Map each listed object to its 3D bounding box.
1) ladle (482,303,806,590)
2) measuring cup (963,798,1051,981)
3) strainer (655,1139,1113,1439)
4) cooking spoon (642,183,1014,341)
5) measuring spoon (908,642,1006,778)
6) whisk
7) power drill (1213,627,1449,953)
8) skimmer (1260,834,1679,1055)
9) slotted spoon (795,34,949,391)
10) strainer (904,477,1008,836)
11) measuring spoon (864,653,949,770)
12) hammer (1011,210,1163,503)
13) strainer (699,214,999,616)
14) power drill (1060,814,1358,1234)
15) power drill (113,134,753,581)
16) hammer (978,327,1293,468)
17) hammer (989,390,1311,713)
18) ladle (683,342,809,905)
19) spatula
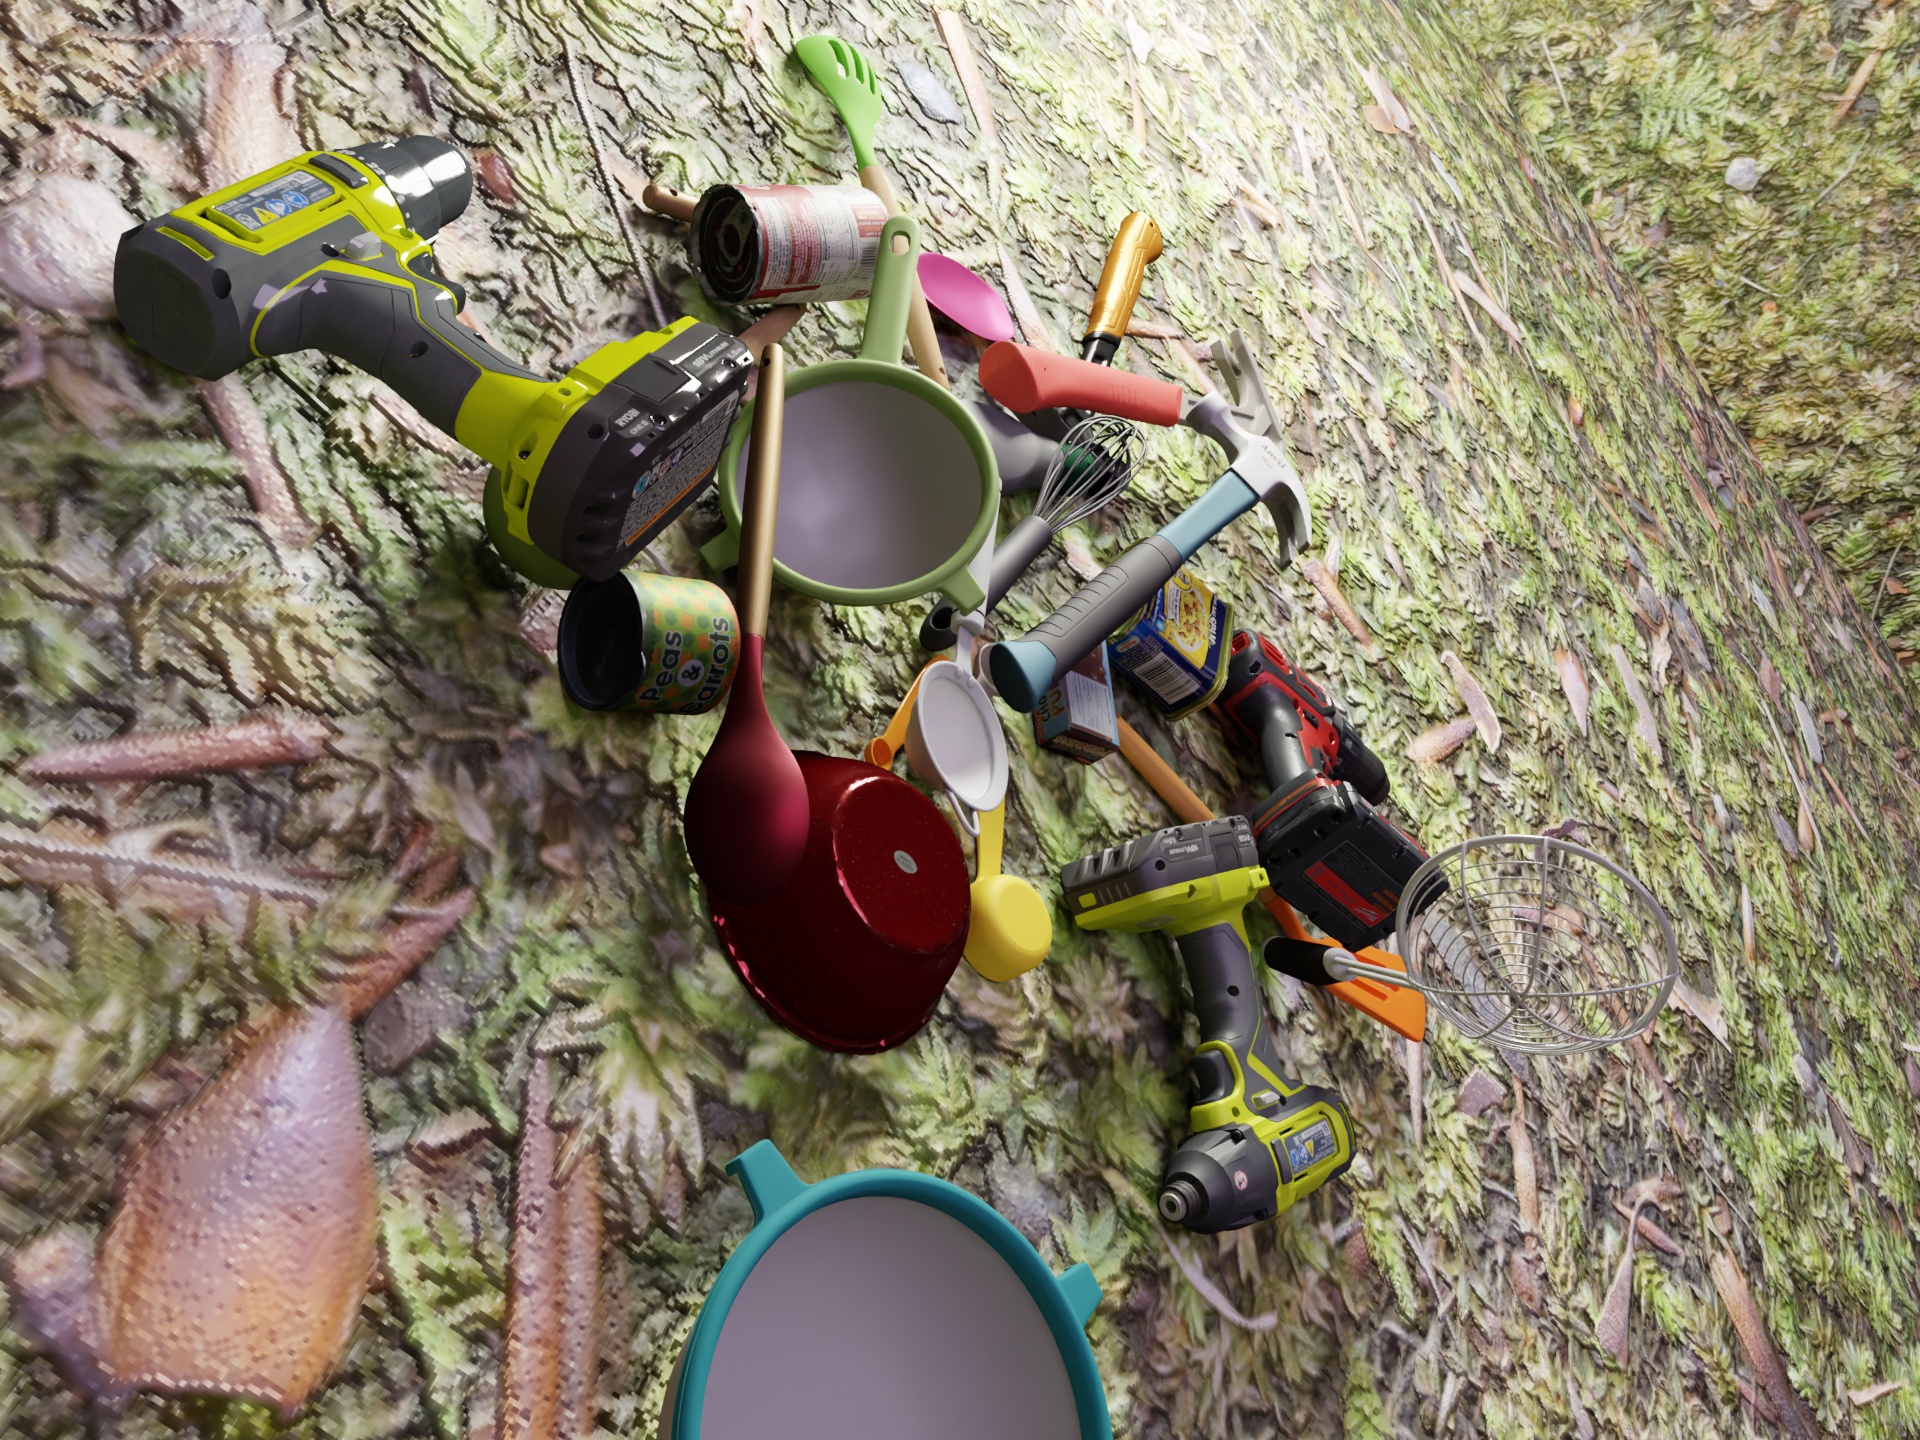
[{"bbox_3d":[-0.150,-0.165,0.847,0.078,0.062,0.320,43,34,-11],"label":"ladle"},{"bbox_3d":[0.026,0.069,0.894,0.062,0.029,0.157,26,52,-37],"label":"measuring cup"},{"bbox_3d":[-0.050,0.344,0.587,0.210,0.095,0.341,30,49,-29],"label":"strainer"},{"bbox_3d":[-0.073,-0.295,1.025,0.318,0.017,0.069,3,61,-48],"label":"cooking spoon"},{"bbox_3d":[-0.001,-0.003,0.928,0.034,0.018,0.124,49,46,-10],"label":"measuring spoon"},{"bbox_3d":[0.045,-0.120,0.992,0.055,0.055,0.239,50,56,-13],"label":"whisk"},{"bbox_3d":[0.255,0.051,1.096,0.187,0.080,0.227,38,24,-27],"label":"power drill"},{"bbox_3d":[0.254,0.120,0.887,0.127,0.363,0.090,44,82,-2],"label":"skimmer"},{"bbox_3d":[-0.051,-0.341,1.049,0.070,0.031,0.314,9,57,-46],"label":"slotted spoon"},{"bbox_3d":[0.002,-0.047,0.902,0.086,0.050,0.259,39,48,-43],"label":"strainer"},{"bbox_3d":[-0.030,-0.006,0.899,0.021,0.011,0.117,63,32,-21],"label":"measuring spoon"},{"bbox_3d":[0.107,-0.308,1.224,0.127,0.034,0.337,44,41,-23],"label":"hammer"},{"bbox_3d":[-0.051,-0.166,0.898,0.151,0.069,0.257,9,66,-3],"label":"strainer"},{"bbox_3d":[0.143,0.176,0.925,0.171,0.080,0.223,-4,73,-50],"label":"power drill"},{"bbox_3d":[-0.212,-0.174,0.696,0.228,0.080,0.191,31,41,3],"label":"power drill"},{"bbox_3d":[0.133,-0.241,1.155,0.359,0.036,0.149,-2,70,-51],"label":"hammer"},{"bbox_3d":[0.124,-0.103,1.030,0.128,0.033,0.331,46,51,4],"label":"hammer"},{"bbox_3d":[-0.101,-0.061,0.790,0.031,0.069,0.316,43,40,-53],"label":"ladle"},{"bbox_3d":[0.200,0.097,1.066,0.322,0.041,0.081,46,31,-16],"label":"spatula"}]
